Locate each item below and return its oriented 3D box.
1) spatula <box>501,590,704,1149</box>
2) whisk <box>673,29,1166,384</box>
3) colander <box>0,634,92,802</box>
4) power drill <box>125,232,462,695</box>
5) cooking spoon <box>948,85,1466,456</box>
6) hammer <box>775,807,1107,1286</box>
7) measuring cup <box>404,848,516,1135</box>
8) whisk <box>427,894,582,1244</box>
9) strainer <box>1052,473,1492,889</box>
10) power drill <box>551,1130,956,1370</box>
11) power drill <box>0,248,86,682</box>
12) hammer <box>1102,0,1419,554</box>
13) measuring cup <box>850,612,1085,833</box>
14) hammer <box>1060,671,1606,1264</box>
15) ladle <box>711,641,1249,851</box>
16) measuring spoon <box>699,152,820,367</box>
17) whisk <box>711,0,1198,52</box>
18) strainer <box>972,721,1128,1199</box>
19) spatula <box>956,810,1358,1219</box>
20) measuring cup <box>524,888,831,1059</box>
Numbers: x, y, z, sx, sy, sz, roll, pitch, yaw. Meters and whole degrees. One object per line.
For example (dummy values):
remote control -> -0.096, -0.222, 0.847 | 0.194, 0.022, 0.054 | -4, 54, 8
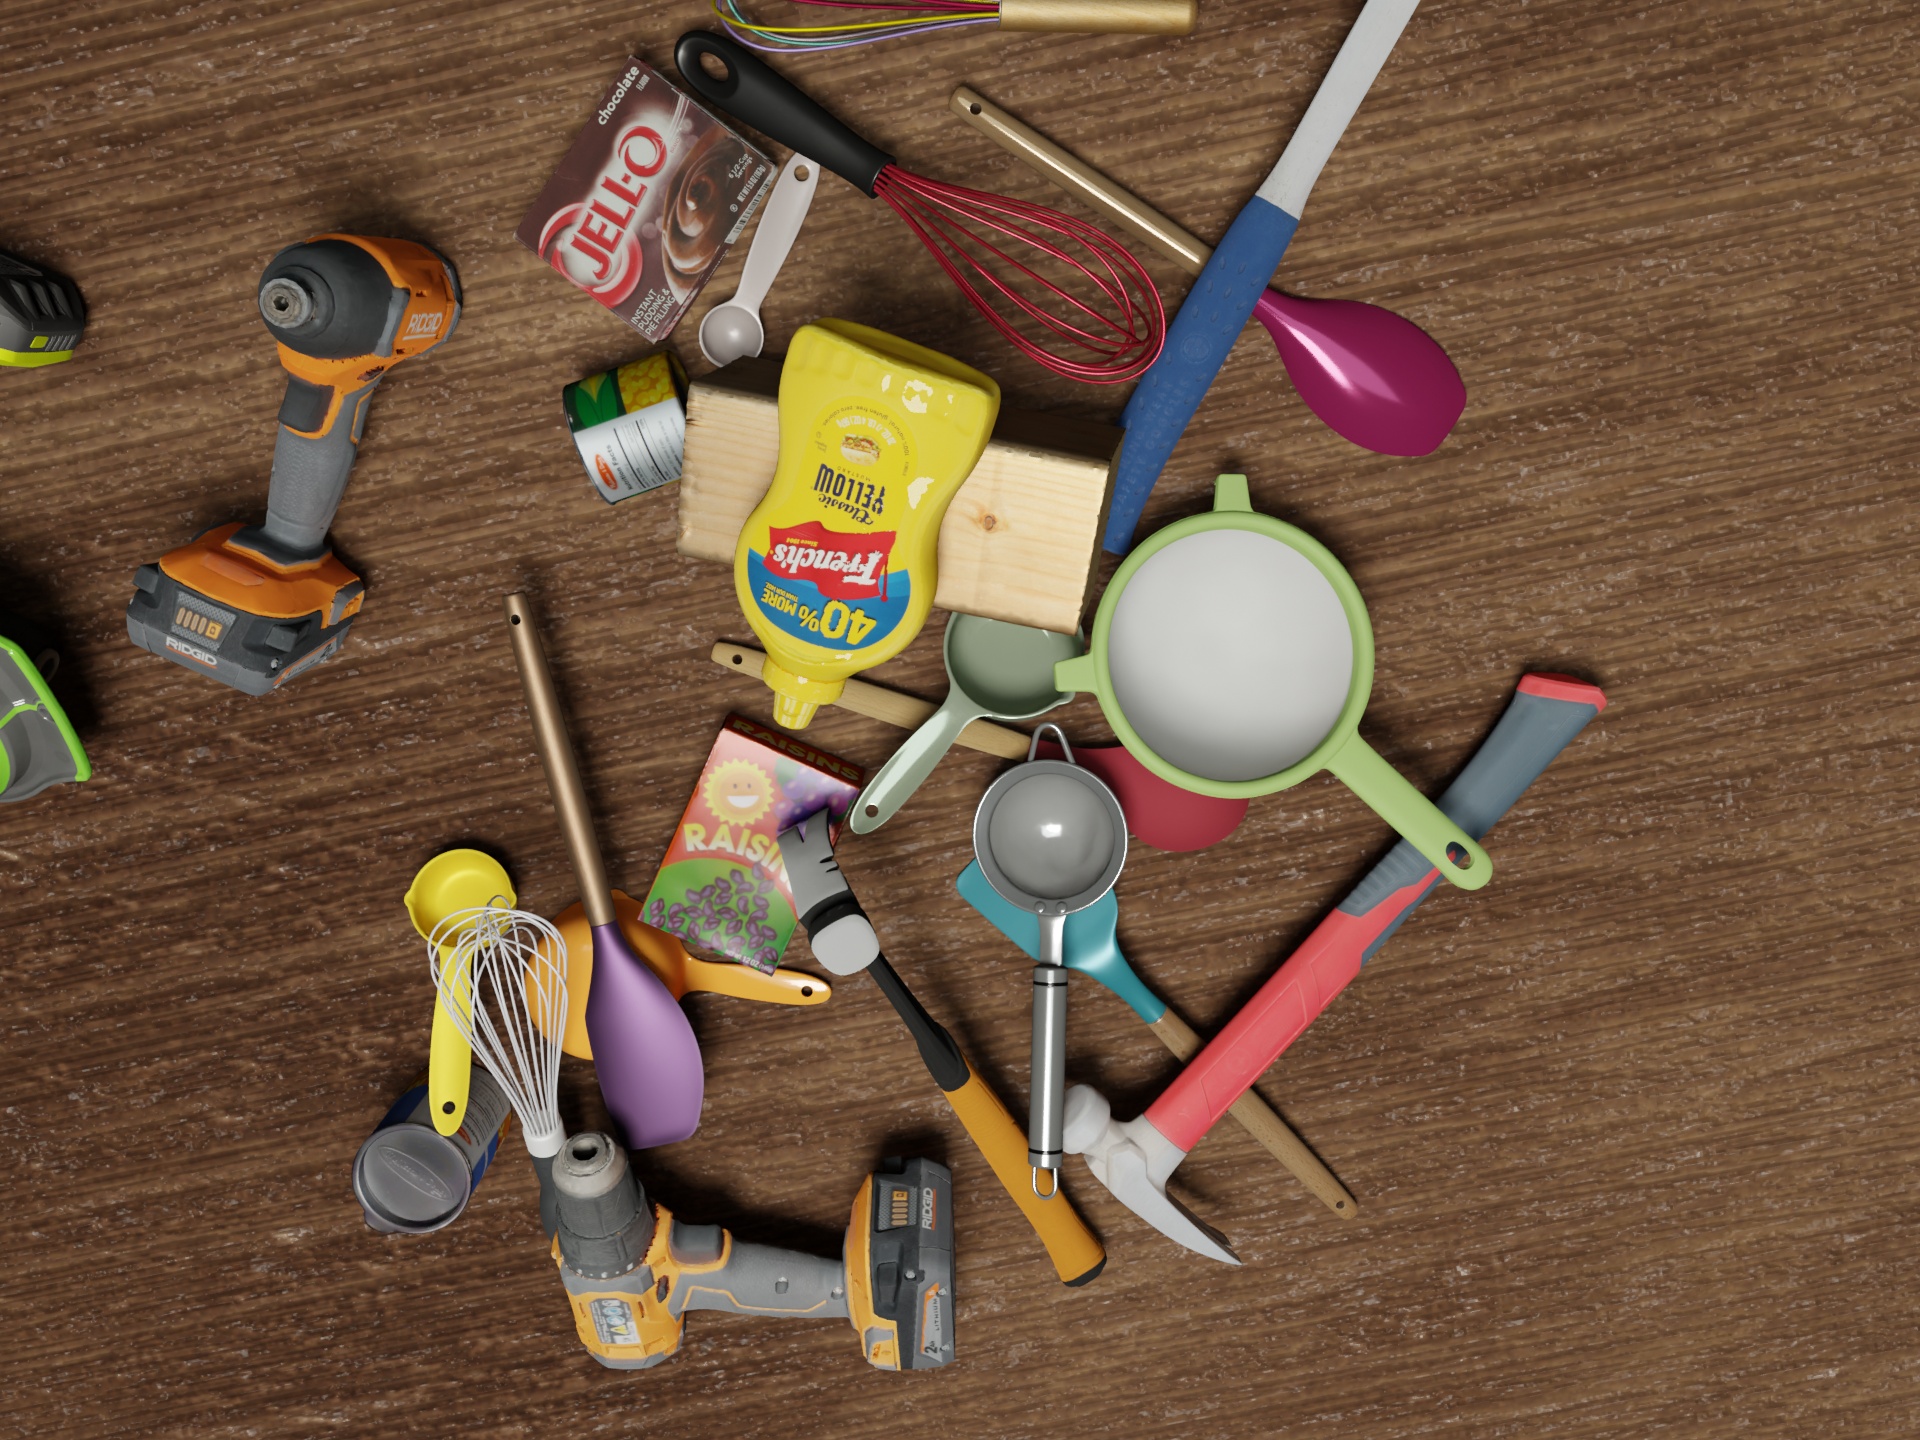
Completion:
spatula -> -0.198, 0.084, 0.860 | 0.060, 0.018, 0.316 | -13, 100, 4
whisk -> -0.023, -0.264, 0.801 | 0.296, 0.073, 0.073 | 34, 101, 5
colander -> -0.658, -0.015, 0.814 | 0.397, 0.095, 0.204 | 12, 139, 9
power drill -> -0.330, -0.132, 0.789 | 0.084, 0.164, 0.226 | 25, 103, -6
cooking spoon -> 0.131, -0.239, 0.838 | 0.319, 0.017, 0.068 | 31, 102, -7
hammer -> -0.002, 0.198, 0.885 | 0.034, 0.127, 0.336 | -31, 118, 0
measuring cup -> -0.280, 0.151, 0.889 | 0.062, 0.029, 0.157 | 0, 77, -3
whisk -> -0.237, 0.207, 0.880 | 0.070, 0.070, 0.284 | -1, 127, 0
strainer -> 0.179, 0.001, 0.858 | 0.256, 0.069, 0.151 | 41, 83, -4
power drill -> -0.117, 0.296, 0.899 | 0.226, 0.084, 0.185 | -1, 129, 1
power drill -> -0.547, -0.136, 0.832 | 0.190, 0.080, 0.228 | 23, 104, -4
hammer -> 0.159, -0.270, 0.797 | 0.144, 0.035, 0.405 | 27, 108, -7
measuring cup -> -0.001, -0.003, 0.862 | 0.083, 0.038, 0.167 | 41, 86, 4
hammer -> 0.227, 0.132, 0.893 | 0.143, 0.038, 0.386 | 42, 93, -16
ladle -> 0.013, 0.007, 0.890 | 0.315, 0.031, 0.069 | 17, 99, -2
measuring spoon -> -0.104, -0.245, 0.841 | 0.034, 0.018, 0.124 | 23, 95, -22
whisk -> -0.002, -0.363, 0.802 | 0.245, 0.047, 0.051 | 0, 115, -4
strainer -> 0.048, 0.131, 0.868 | 0.087, 0.050, 0.258 | 1, 87, 15
spatula -> 0.130, 0.183, 0.931 | 0.082, 0.044, 0.317 | -42, 104, 7
measuring cup -> -0.162, 0.154, 0.907 | 0.173, 0.052, 0.095 | 6, 102, 1
